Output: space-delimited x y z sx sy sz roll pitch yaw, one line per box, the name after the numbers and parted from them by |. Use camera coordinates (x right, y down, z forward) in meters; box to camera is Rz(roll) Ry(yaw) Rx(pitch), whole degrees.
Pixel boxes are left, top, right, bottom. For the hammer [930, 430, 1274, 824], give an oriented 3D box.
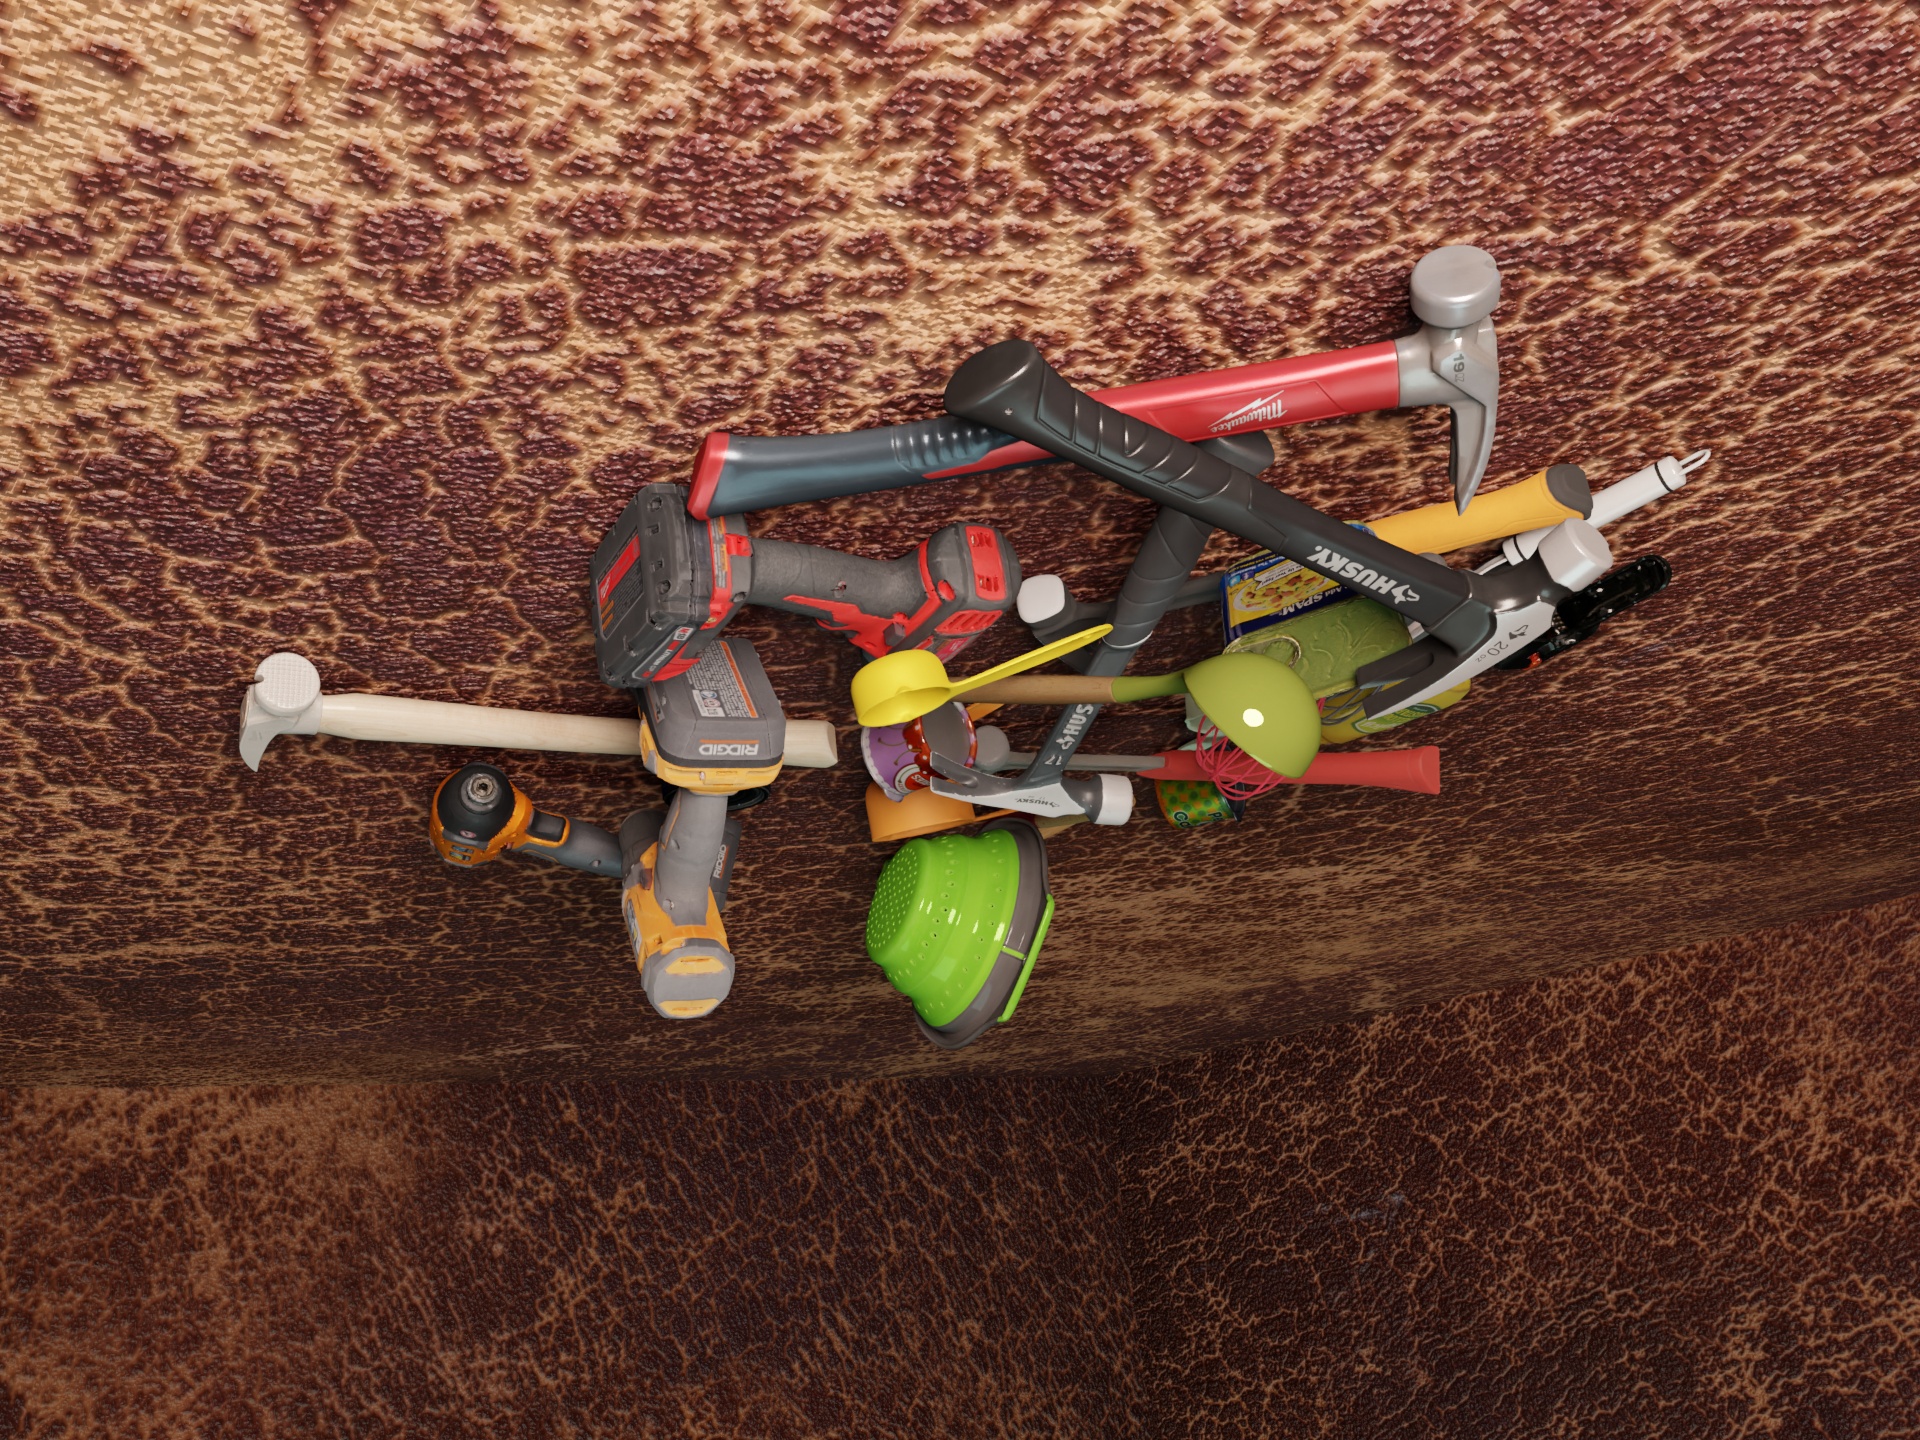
0.090 -0.045 0.969 0.149 0.036 0.408 6 148 -12 | hammer

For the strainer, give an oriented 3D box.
0.334 -0.102 0.978 0.258 0.050 0.087 -30 -167 36 | strainer

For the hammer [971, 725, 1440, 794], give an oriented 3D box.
0.187 0.037 1.240 0.359 0.037 0.149 1 168 6 | hammer

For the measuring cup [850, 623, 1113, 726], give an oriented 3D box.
0.011 -0.037 0.914 0.156 0.029 0.062 -20 165 -5 | measuring cup

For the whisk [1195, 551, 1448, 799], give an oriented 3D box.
0.230 -0.025 1.034 0.073 0.073 0.295 1 153 -19 | whisk

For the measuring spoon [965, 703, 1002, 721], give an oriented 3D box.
-0.002 -0.004 1.207 0.021 0.011 0.117 13 150 -43 | measuring spoon

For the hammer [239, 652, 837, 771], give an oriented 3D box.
-0.282 0.011 1.118 0.410 0.038 0.146 5 160 -29 | hammer

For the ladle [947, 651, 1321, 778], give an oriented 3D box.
0.069 -0.006 0.909 0.078 0.062 0.320 22 167 -38 | ladle

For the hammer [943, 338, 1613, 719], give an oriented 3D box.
0.141 -0.094 0.756 0.334 0.035 0.146 20 137 -25 | hammer

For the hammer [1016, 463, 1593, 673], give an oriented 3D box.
0.210 -0.092 0.976 0.337 0.034 0.127 -14 159 21 | hammer

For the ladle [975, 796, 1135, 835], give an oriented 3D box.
0.079 0.085 1.371 0.069 0.031 0.315 -22 179 -21 | ladle

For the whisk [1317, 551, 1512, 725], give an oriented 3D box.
0.308 -0.057 1.090 0.055 0.055 0.239 5 153 -30 | whisk

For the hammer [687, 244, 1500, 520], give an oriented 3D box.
0.058 -0.131 0.770 0.386 0.038 0.143 -8 143 11 | hammer

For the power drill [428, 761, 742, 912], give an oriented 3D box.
-0.289 0.090 1.214 0.226 0.084 0.164 16 160 -15 | power drill

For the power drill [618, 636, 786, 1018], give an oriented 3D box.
-0.184 0.055 1.051 0.084 0.186 0.226 1 121 -23 | power drill

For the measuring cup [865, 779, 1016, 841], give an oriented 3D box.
-0.005 0.063 1.342 0.173 0.052 0.095 -8 171 -43 | measuring cup

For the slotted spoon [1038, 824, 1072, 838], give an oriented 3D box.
0.026 0.133 1.572 0.314 0.031 0.070 -29 179 42 | slotted spoon

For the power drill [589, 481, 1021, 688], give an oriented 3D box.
-0.089 -0.067 0.901 0.219 0.079 0.143 2 159 -30 | power drill

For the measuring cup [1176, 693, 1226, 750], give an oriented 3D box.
0.196 -0.006 1.223 0.083 0.038 0.167 -1 166 -12 | measuring cup

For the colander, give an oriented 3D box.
-0.043 0.158 1.415 0.094 0.204 0.397 23 177 -19 | colander
